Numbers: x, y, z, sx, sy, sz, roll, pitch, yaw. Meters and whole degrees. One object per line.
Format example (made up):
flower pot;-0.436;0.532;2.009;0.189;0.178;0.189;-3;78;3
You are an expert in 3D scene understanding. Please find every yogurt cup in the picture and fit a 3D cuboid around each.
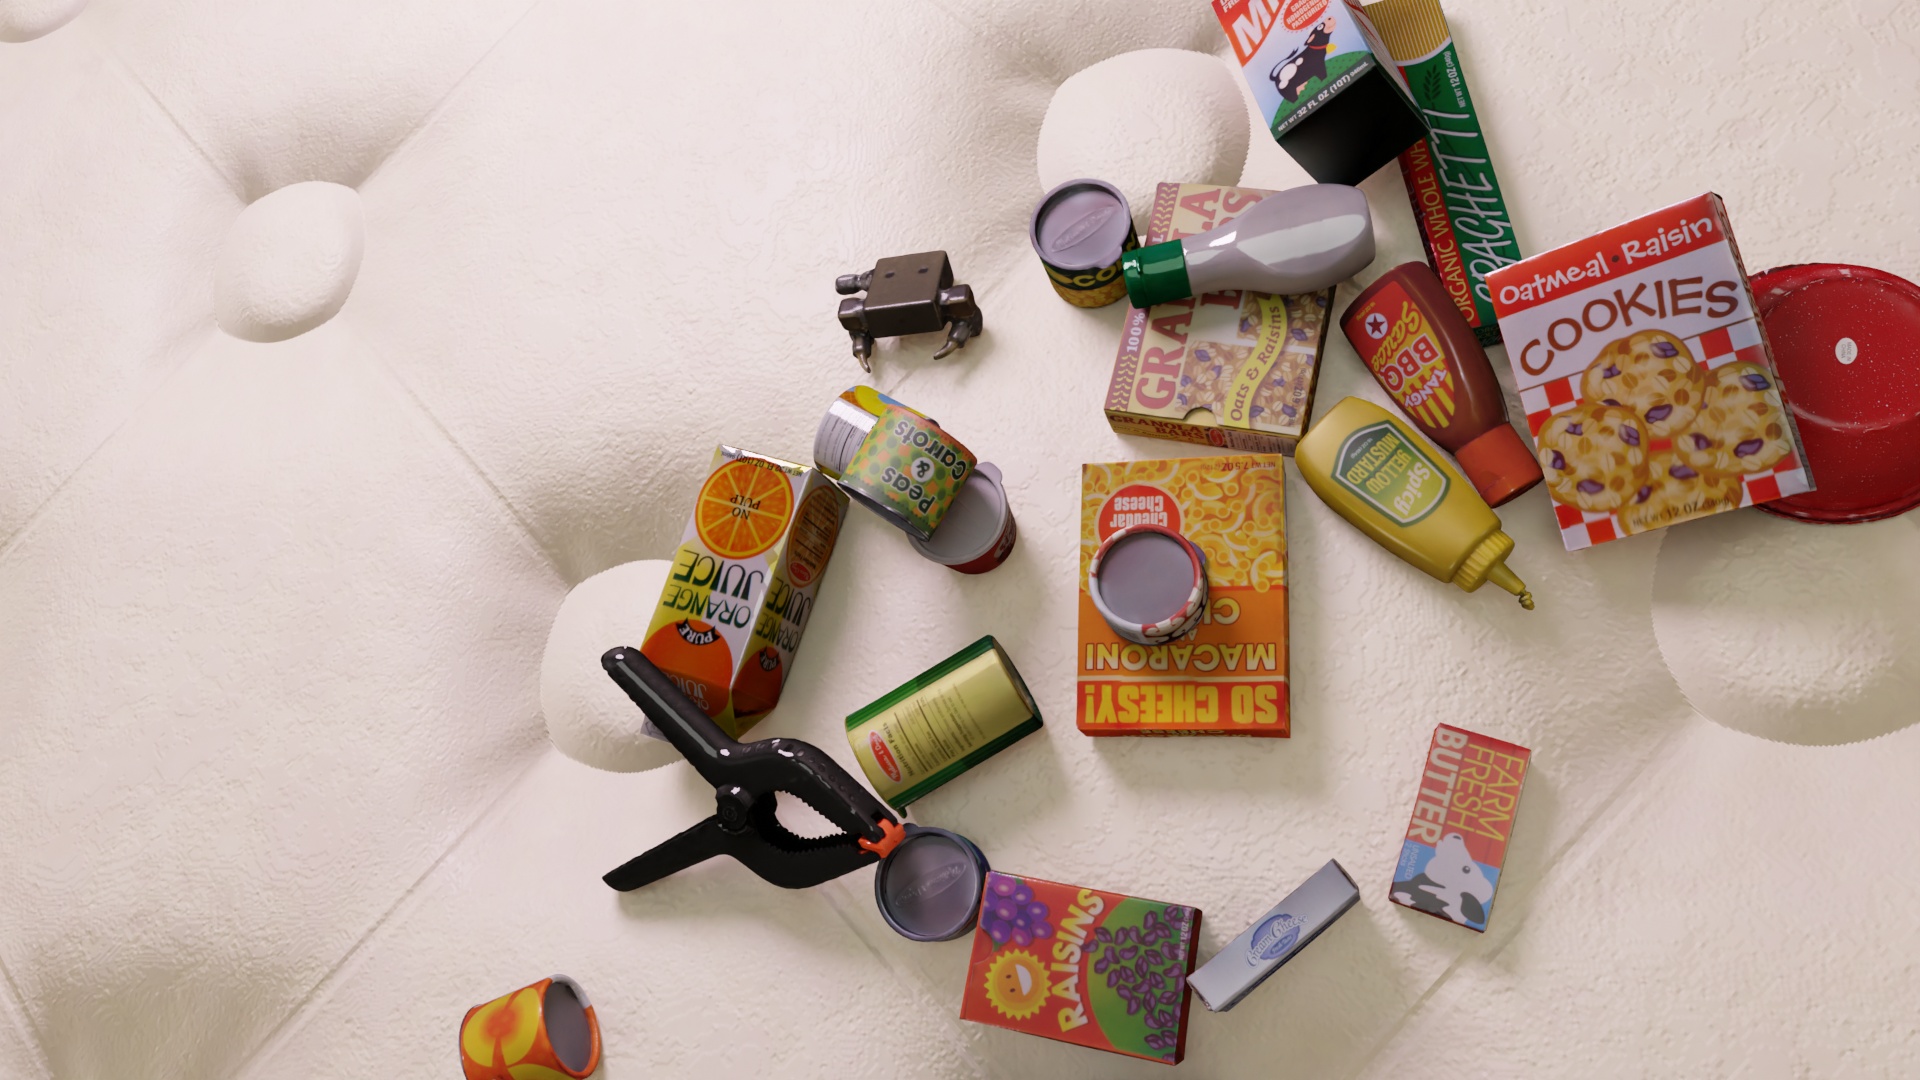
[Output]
yogurt cup;0.003;-0.011;0.882;0.072;0.054;0.072;-5;72;15

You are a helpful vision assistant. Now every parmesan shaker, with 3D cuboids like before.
parmesan shaker;-0.008;0.112;0.841;0.103;0.071;0.071;-31;67;5

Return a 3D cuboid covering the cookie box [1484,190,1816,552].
cookie box;0.376;-0.090;0.765;0.122;0.040;0.167;-19;80;35

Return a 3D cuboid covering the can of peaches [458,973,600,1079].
can of peaches;-0.262;0.309;0.851;0.058;0.071;0.071;-24;68;7

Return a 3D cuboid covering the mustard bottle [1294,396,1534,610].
mustard bottle;0.270;-0.017;0.808;0.065;0.048;0.160;-46;66;0

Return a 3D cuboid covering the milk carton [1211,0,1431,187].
milk carton;0.220;-0.314;0.881;0.072;0.073;0.191;-34;47;29

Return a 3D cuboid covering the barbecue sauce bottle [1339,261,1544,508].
barbecue sauce bottle;0.288;-0.090;0.822;0.044;0.064;0.149;-18;71;-34

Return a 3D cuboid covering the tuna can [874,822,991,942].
tuna can;-0.017;0.204;0.831;0.071;0.032;0.071;-5;72;15

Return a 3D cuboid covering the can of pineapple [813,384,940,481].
can of pineapple;-0.054;-0.061;0.910;0.058;0.071;0.071;29;83;23

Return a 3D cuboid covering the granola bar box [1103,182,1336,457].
granola bar box;0.170;-0.143;0.883;0.124;0.039;0.166;10;76;19

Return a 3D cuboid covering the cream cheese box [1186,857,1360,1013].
cream cheese box;0.173;0.217;0.759;0.104;0.053;0.024;-40;65;1

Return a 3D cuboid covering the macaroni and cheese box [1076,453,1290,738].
macaroni and cheese box;0.135;0.034;0.836;0.124;0.040;0.167;-2;72;16

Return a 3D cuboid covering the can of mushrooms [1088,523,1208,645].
can of mushrooms;0.111;0.024;0.806;0.071;0.033;0.071;-5;71;16

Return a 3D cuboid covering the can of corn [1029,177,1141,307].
can of corn;0.085;-0.193;0.914;0.071;0.058;0.071;-5;72;15

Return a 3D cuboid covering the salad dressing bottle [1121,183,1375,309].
salad dressing bottle;0.174;-0.175;0.847;0.147;0.044;0.064;-11;72;13

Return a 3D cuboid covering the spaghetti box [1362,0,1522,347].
spaghetti box;0.307;-0.239;0.879;0.050;0.028;0.251;-13;69;13

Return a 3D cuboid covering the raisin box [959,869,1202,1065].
raisin box;0.069;0.241;0.790;0.123;0.040;0.086;6;76;19

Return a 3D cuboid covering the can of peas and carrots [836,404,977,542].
can of peas and carrots;-0.031;-0.041;0.833;0.071;0.071;0.059;29;83;22

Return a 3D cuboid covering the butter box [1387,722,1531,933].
butter box;0.275;0.157;0.764;0.053;0.024;0.103;15;78;20

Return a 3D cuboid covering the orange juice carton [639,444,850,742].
orange juice carton;-0.145;0.042;0.899;0.072;0.073;0.193;15;78;20
